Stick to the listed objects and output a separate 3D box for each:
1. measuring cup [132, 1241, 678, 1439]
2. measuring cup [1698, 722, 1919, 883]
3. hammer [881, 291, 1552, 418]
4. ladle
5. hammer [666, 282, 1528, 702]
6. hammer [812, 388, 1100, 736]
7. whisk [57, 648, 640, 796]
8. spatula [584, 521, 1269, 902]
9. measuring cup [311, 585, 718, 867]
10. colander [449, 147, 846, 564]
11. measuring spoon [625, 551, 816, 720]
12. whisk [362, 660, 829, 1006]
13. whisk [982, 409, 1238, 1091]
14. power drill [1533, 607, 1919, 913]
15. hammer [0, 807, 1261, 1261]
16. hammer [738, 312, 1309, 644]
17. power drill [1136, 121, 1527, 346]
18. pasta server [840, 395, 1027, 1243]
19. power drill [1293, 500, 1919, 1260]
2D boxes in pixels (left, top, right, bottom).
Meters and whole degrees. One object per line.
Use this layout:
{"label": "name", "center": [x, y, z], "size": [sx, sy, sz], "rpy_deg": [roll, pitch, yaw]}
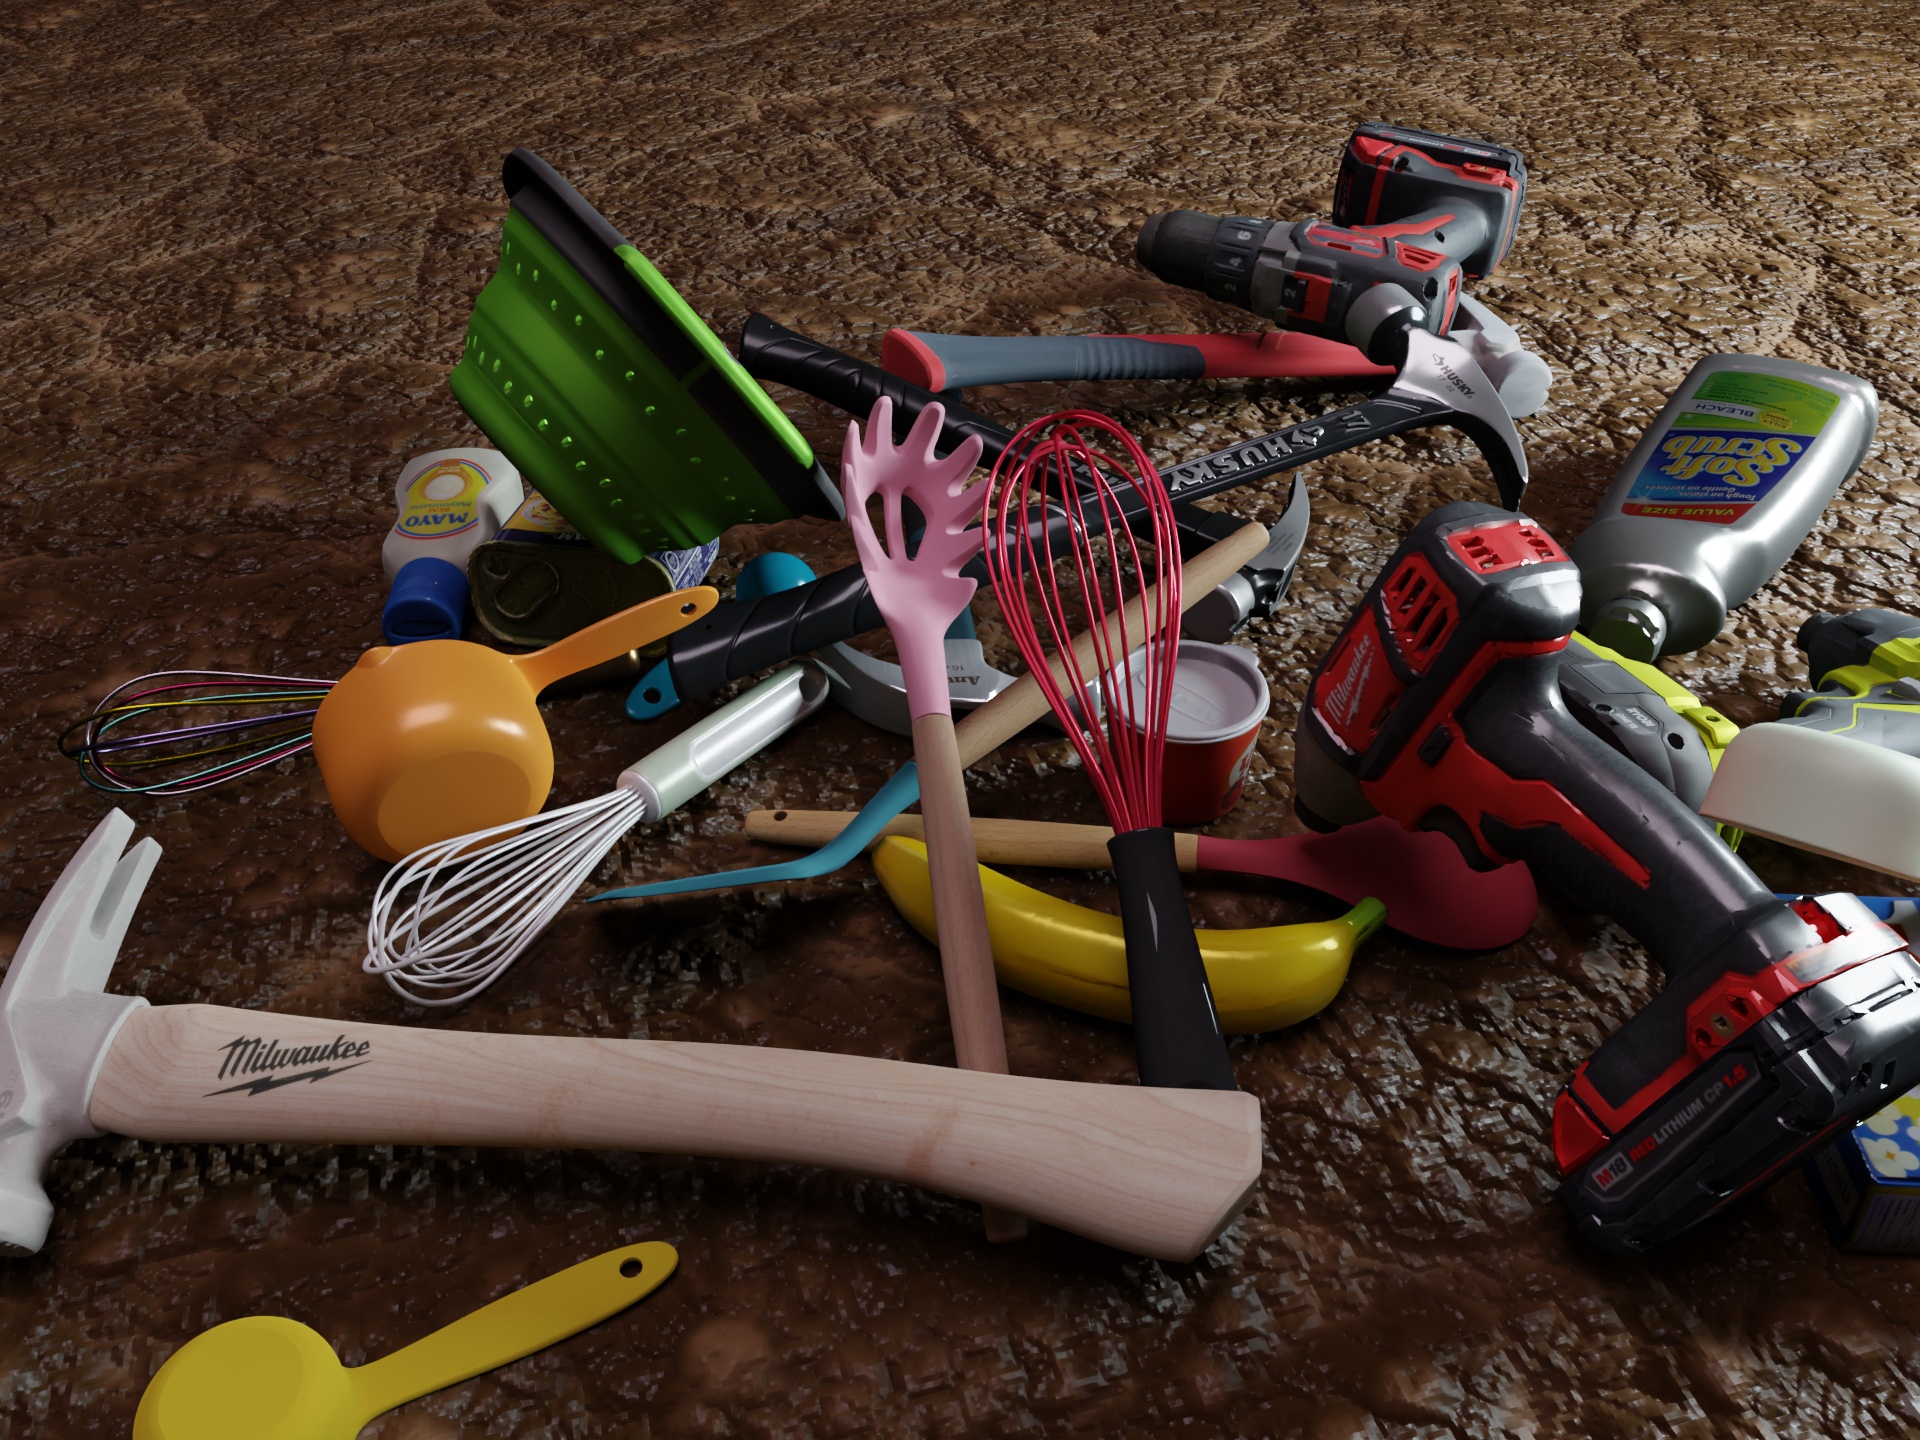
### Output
{"label": "measuring cup", "center": [-0.159, 0.182, 0.466], "size": [0.156, 0.029, 0.062], "rpy_deg": [-19, 41, -21]}
{"label": "measuring cup", "center": [0.323, 0.035, 0.535], "size": [0.167, 0.038, 0.083], "rpy_deg": [14, 5, -27]}
{"label": "hammer", "center": [0.143, -0.223, 0.945], "size": [0.386, 0.038, 0.143], "rpy_deg": [-3, 36, -11]}
{"label": "ladle", "center": [0.068, 0.051, 0.633], "size": [0.315, 0.031, 0.069], "rpy_deg": [3, 43, 8]}
{"label": "hammer", "center": [0.063, -0.089, 0.718], "size": [0.409, 0.036, 0.149], "rpy_deg": [-20, 53, -11]}
{"label": "hammer", "center": [-0.012, -0.099, 0.822], "size": [0.128, 0.033, 0.331], "rpy_deg": [-2, 38, -3]}
{"label": "whisk", "center": [-0.265, -0.008, 0.705], "size": [0.245, 0.047, 0.051], "rpy_deg": [-11, 38, -18]}
{"label": "spatula", "center": [-0.001, -0.002, 0.631], "size": [0.317, 0.044, 0.082], "rpy_deg": [-35, 3, -17]}
{"label": "measuring cup", "center": [-0.169, -0.001, 0.637], "size": [0.173, 0.095, 0.052], "rpy_deg": [-26, 51, -7]}
{"label": "colander", "center": [-0.174, -0.158, 0.764], "size": [0.094, 0.204, 0.397], "rpy_deg": [-43, 24, -2]}
{"label": "measuring spoon", "center": [-0.111, -0.042, 0.750], "size": [0.042, 0.021, 0.129], "rpy_deg": [41, 52, 4]}
{"label": "whisk", "center": [-0.136, 0.035, 0.644], "size": [0.059, 0.057, 0.246], "rpy_deg": [-9, 20, 44]}
{"label": "whisk", "center": [0.058, 0.023, 0.553], "size": [0.073, 0.073, 0.296], "rpy_deg": [-7, 70, -7]}
{"label": "power drill", "center": [0.329, 0.005, 0.642], "size": [0.223, 0.080, 0.171], "rpy_deg": [-5, 27, -11]}
{"label": "hammer", "center": [-0.113, 0.110, 0.506], "size": [0.410, 0.038, 0.146], "rpy_deg": [3, 59, 7]}
{"label": "hammer", "center": [0.023, -0.143, 0.826], "size": [0.335, 0.035, 0.146], "rpy_deg": [27, 37, 20]}
{"label": "power drill", "center": [0.231, -0.295, 0.966], "size": [0.188, 0.080, 0.227], "rpy_deg": [21, 40, 24]}
{"label": "pasta server", "center": [-0.004, 0.021, 0.566], "size": [0.060, 0.040, 0.316], "rpy_deg": [3, 60, -21]}
{"label": "power drill", "center": [0.192, 0.049, 0.520], "size": [0.078, 0.143, 0.220], "rpy_deg": [-10, 54, -31]}
